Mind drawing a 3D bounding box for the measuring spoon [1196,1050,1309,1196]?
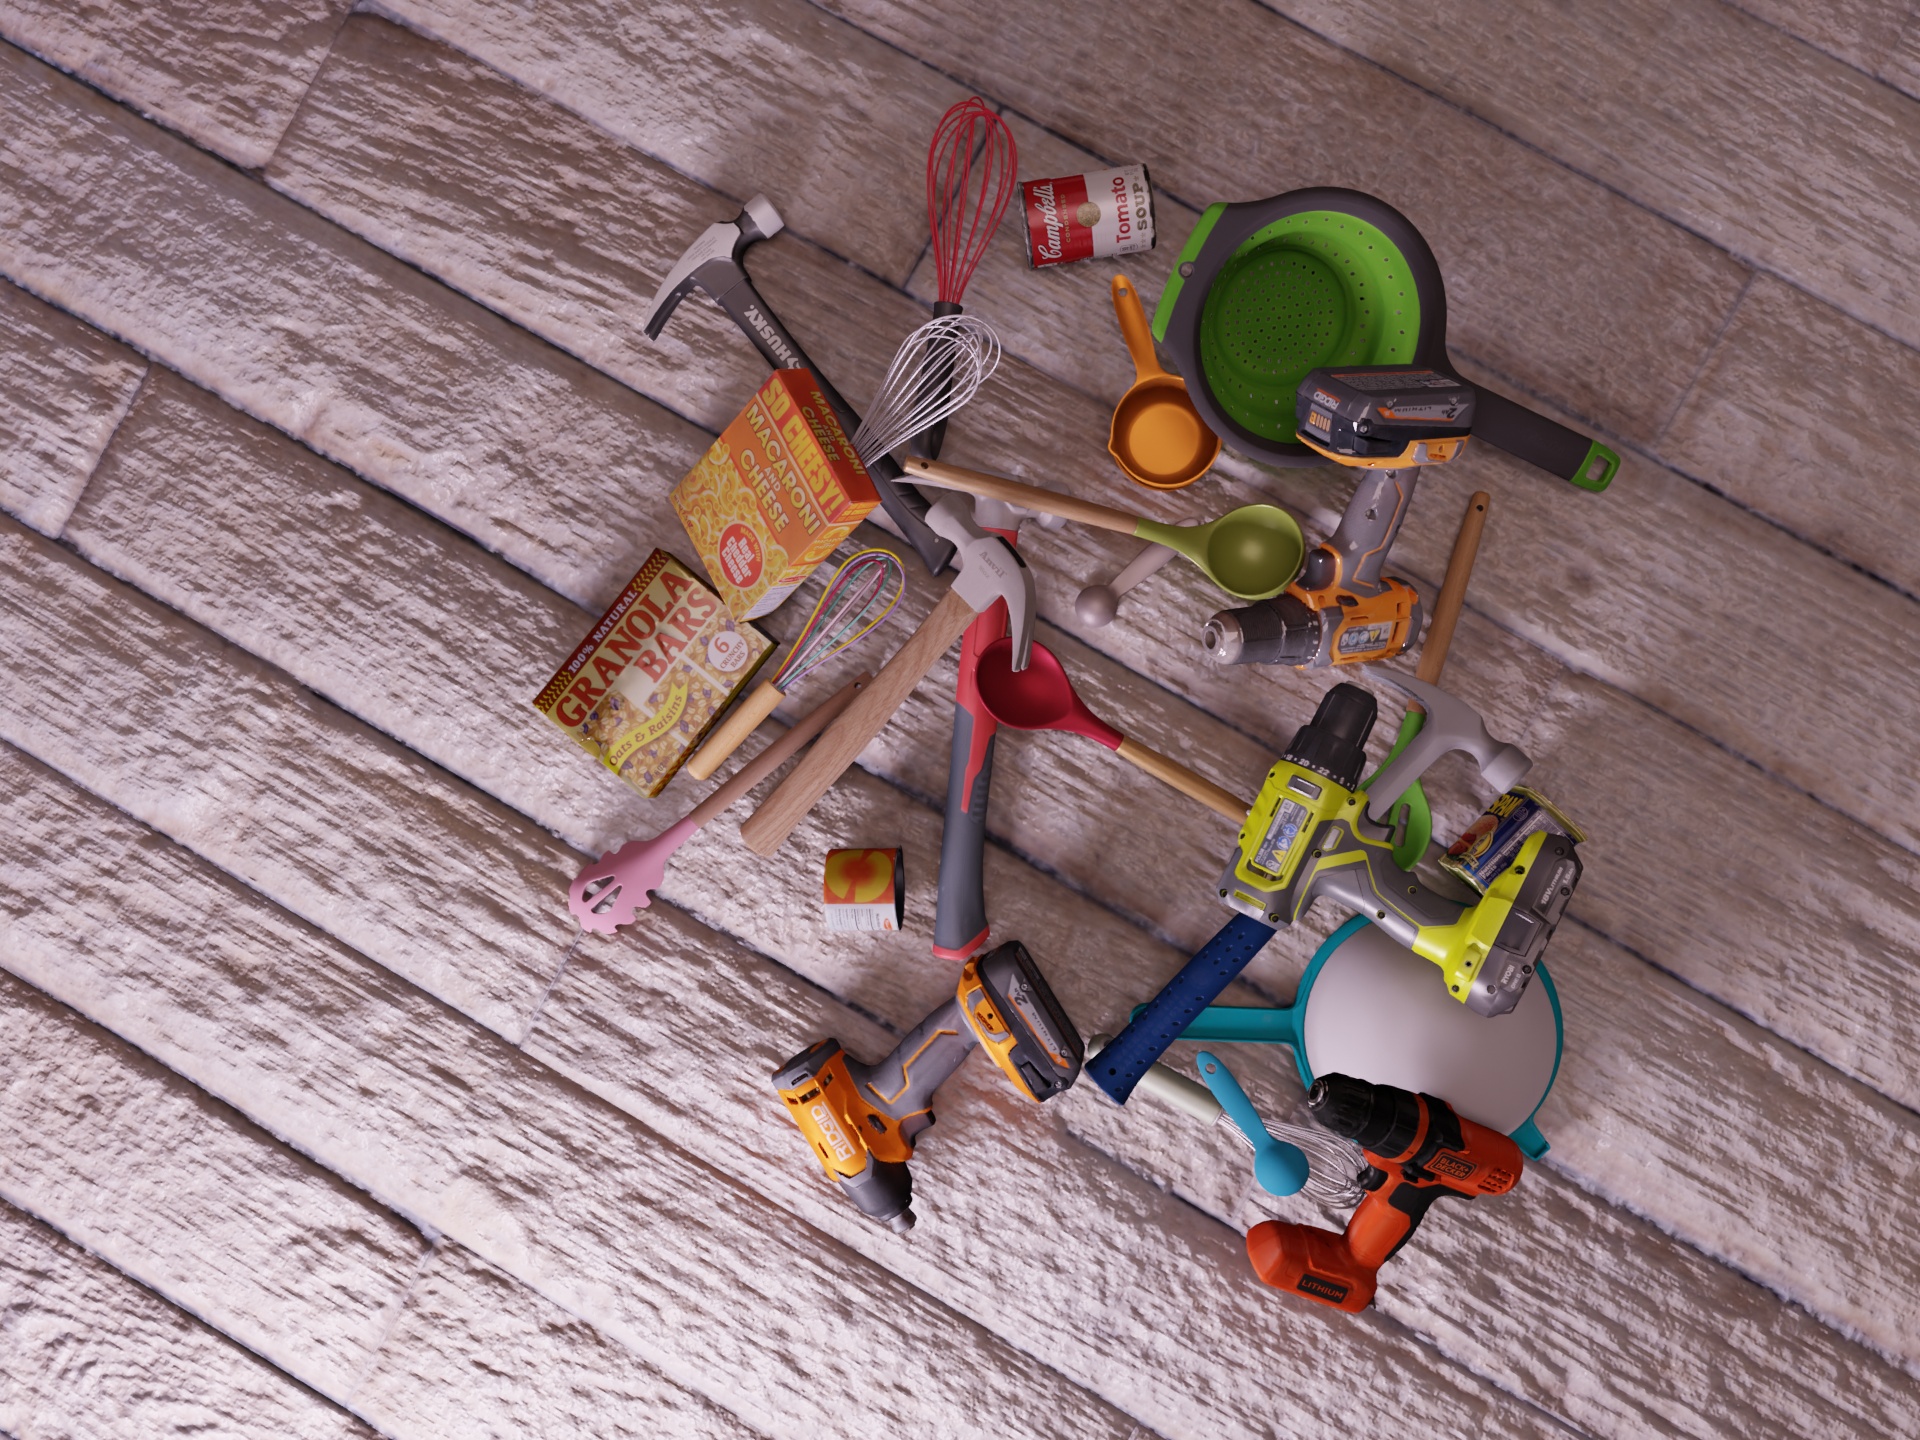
[{"bbox_3d":[0.221,0.310,1.222,0.042,0.021,0.128,-36,84,10],"label":"measuring spoon"}]

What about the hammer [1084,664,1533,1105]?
[{"bbox_3d":[0.245,0.131,1.224,0.405,0.035,0.144,-46,74,1],"label":"hammer"}]

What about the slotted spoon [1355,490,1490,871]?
[{"bbox_3d":[0.369,-0.030,1.257,0.070,0.031,0.314,17,89,4],"label":"slotted spoon"}]

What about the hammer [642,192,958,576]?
[{"bbox_3d":[-0.115,-0.253,1.288,0.146,0.035,0.335,-39,88,2],"label":"hammer"}]

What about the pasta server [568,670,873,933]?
[{"bbox_3d":[-0.195,0.064,1.297,0.316,0.040,0.060,-39,87,-1],"label":"pasta server"}]

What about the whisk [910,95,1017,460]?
[{"bbox_3d":[-0.006,-0.347,1.260,0.073,0.073,0.296,9,89,4],"label":"whisk"}]

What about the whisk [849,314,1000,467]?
[{"bbox_3d":[-0.074,-0.210,1.222,0.284,0.070,0.070,-41,87,33],"label":"whisk"}]

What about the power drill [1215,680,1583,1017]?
[{"bbox_3d":[0.323,0.093,1.153,0.229,0.080,0.190,26,88,21],"label":"power drill"}]

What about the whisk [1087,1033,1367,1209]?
[{"bbox_3d":[0.211,0.314,1.259,0.246,0.059,0.058,28,55,7],"label":"whisk"}]

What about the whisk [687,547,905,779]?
[{"bbox_3d":[-0.137,-0.046,1.284,0.245,0.047,0.051,-46,48,7],"label":"whisk"}]

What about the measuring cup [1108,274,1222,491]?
[{"bbox_3d":[0.150,-0.265,1.261,0.095,0.052,0.173,-17,87,4],"label":"measuring cup"}]

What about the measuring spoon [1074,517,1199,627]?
[{"bbox_3d":[0.143,-0.121,1.276,0.124,0.018,0.034,-41,87,2],"label":"measuring spoon"}]

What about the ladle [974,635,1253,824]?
[{"bbox_3d":[0.148,0.029,1.249,0.315,0.031,0.069,30,85,-7],"label":"ladle"}]

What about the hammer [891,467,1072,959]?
[{"bbox_3d":[-0.002,-0.004,1.258,0.143,0.038,0.386,5,93,-20],"label":"hammer"}]

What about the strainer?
[{"bbox_3d":[0.303,0.244,1.225,0.340,0.095,0.211,2,90,3],"label":"strainer"}]

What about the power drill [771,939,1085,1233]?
[{"bbox_3d":[-0.016,0.293,1.257,0.226,0.084,0.164,-32,88,8],"label":"power drill"}]

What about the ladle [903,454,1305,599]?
[{"bbox_3d":[0.113,-0.160,1.223,0.320,0.062,0.078,14,79,-12],"label":"ladle"}]

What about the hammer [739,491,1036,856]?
[{"bbox_3d":[-0.063,-0.011,1.229,0.130,0.031,0.331,46,113,11],"label":"hammer"}]

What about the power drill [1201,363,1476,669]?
[{"bbox_3d":[0.273,-0.140,1.170,0.185,0.084,0.226,-8,122,-26],"label":"power drill"}]

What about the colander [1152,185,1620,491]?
[{"bbox_3d":[0.331,-0.274,1.236,0.397,0.095,0.204,21,107,-14],"label":"colander"}]
